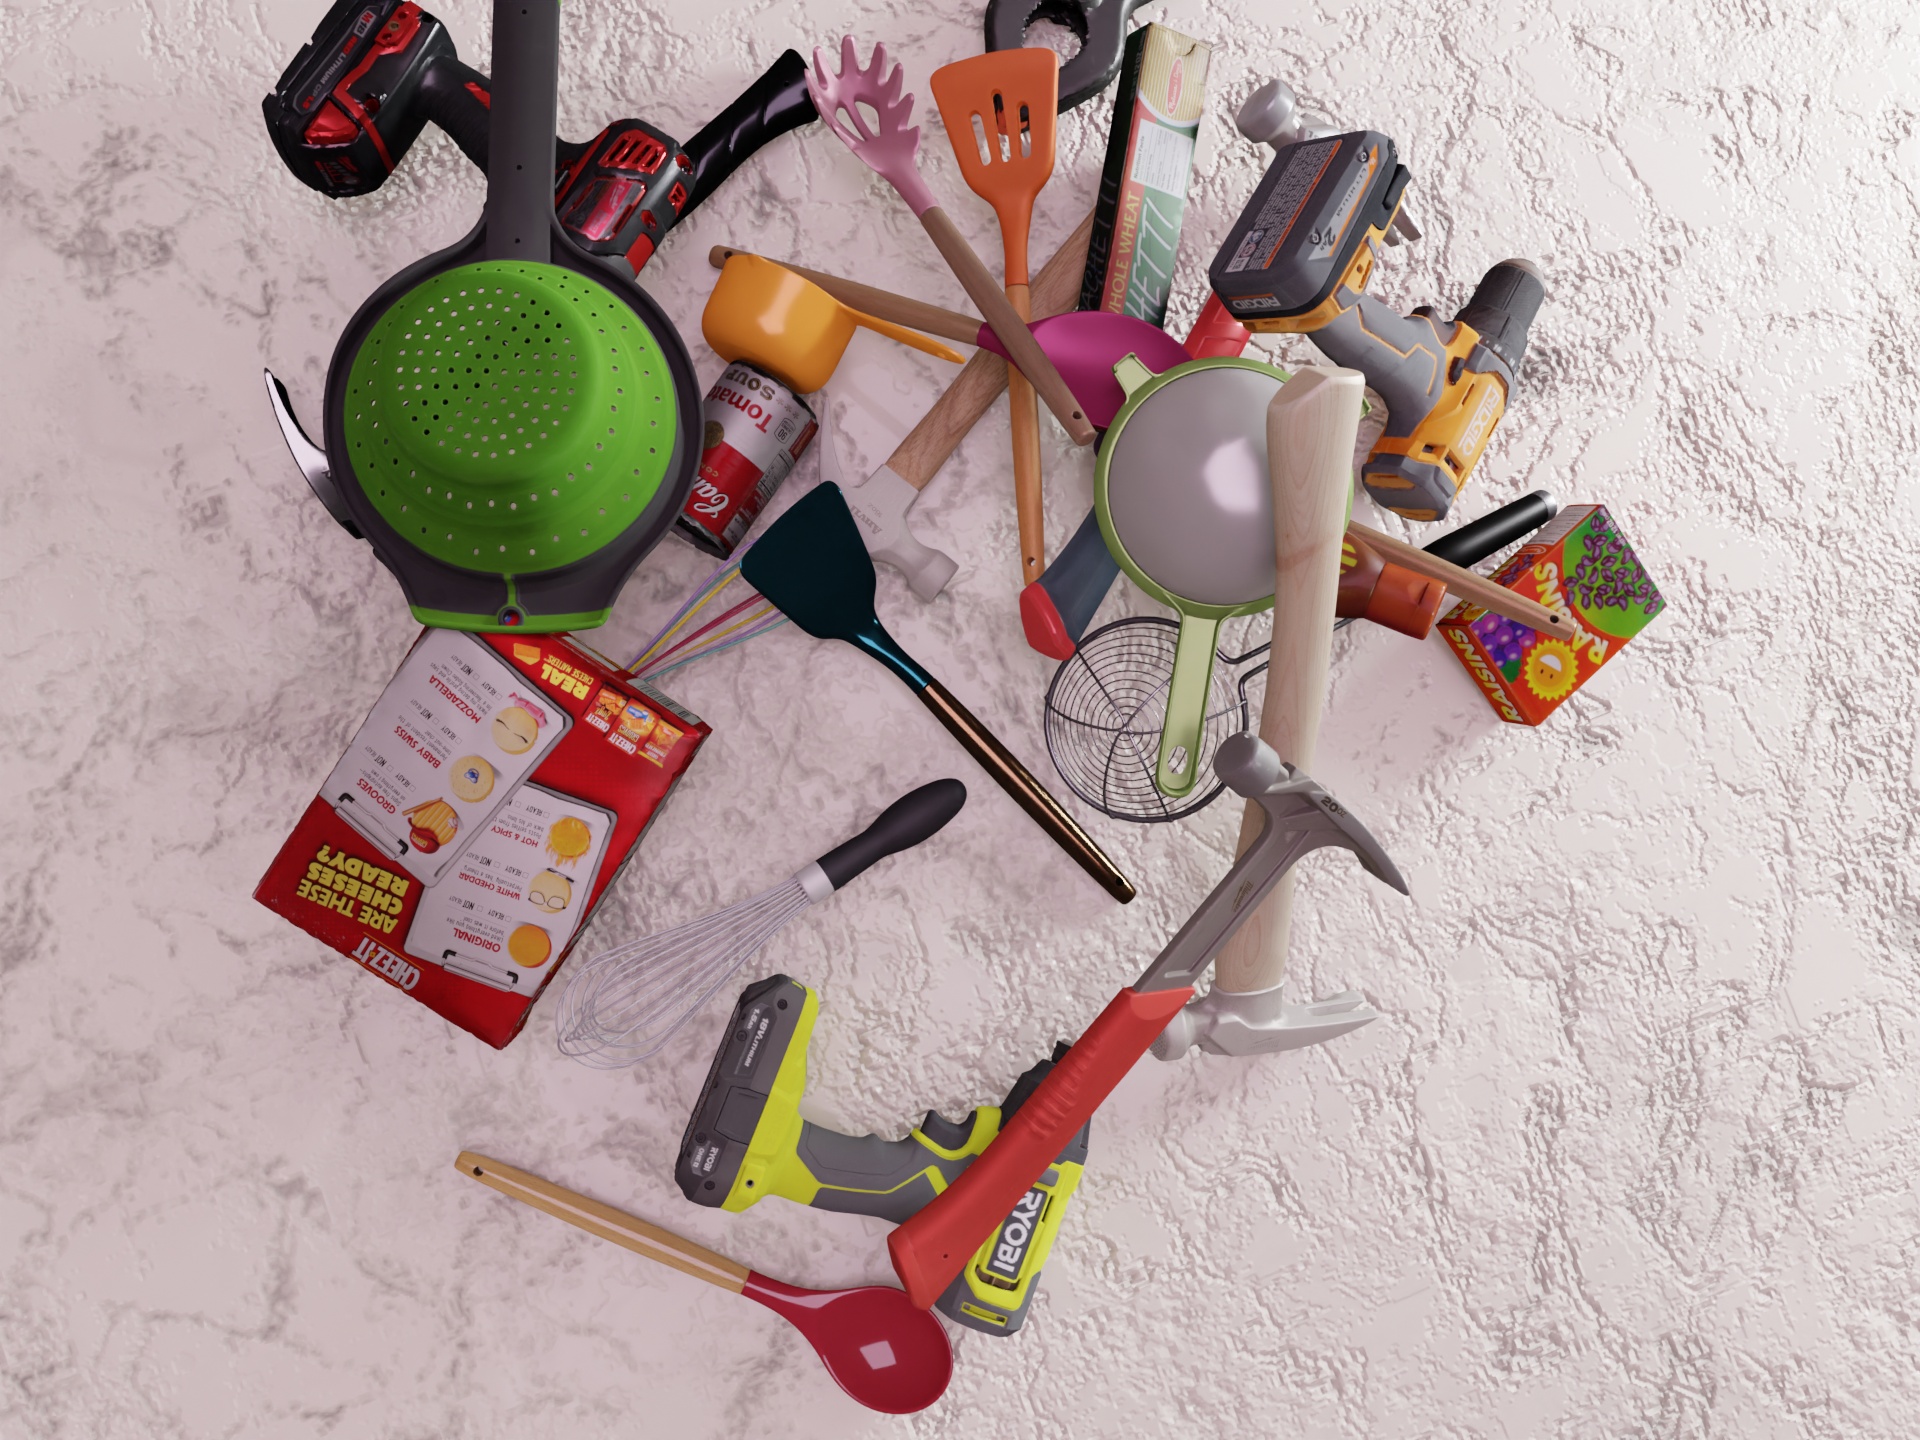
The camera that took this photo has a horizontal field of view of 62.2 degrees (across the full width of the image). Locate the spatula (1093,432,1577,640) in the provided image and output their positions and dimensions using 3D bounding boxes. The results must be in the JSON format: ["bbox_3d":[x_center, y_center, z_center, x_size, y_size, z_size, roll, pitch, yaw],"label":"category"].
[{"bbox_3d":[0.228,-0.119,0.988,0.316,0.018,0.060,26,80,13],"label":"spatula"}]

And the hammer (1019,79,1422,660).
[{"bbox_3d":[0.154,-0.199,0.981,0.143,0.038,0.386,34,77,-23],"label":"hammer"}]

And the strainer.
[{"bbox_3d":[0.144,-0.081,0.894,0.151,0.069,0.256,9,92,-2],"label":"strainer"}]

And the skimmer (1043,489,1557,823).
[{"bbox_3d":[0.223,-0.057,1.012,0.363,0.090,0.127,-27,85,-18],"label":"skimmer"}]

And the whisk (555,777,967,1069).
[{"bbox_3d":[-0.115,0.114,0.948,0.284,0.070,0.070,-33,89,-13],"label":"whisk"}]

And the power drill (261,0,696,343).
[{"bbox_3d":[-0.281,-0.320,0.933,0.219,0.078,0.143,29,79,1],"label":"power drill"}]

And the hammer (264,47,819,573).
[{"bbox_3d":[-0.242,-0.274,0.981,0.149,0.036,0.409,45,81,1],"label":"hammer"}]

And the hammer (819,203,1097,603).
[{"bbox_3d":[0.031,-0.240,1.008,0.130,0.031,0.331,38,81,-2],"label":"hammer"}]

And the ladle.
[{"bbox_3d":[-0.151,0.321,0.935,0.315,0.031,0.069,24,84,-1],"label":"ladle"}]

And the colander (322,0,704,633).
[{"bbox_3d":[-0.240,-0.249,0.843,0.204,0.094,0.397,0,83,-6],"label":"colander"}]

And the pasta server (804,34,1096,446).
[{"bbox_3d":[-0.005,-0.288,0.948,0.060,0.040,0.316,-26,68,-13],"label":"pasta server"}]

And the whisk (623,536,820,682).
[{"bbox_3d":[-0.184,-0.032,0.962,0.245,0.047,0.051,-36,91,-4],"label":"whisk"}]

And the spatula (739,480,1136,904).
[{"bbox_3d":[-0.002,-0.003,0.966,0.317,0.044,0.082,46,70,-5],"label":"spatula"}]

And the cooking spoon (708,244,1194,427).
[{"bbox_3d":[-0.011,-0.241,0.964,0.319,0.017,0.069,20,86,14],"label":"cooking spoon"}]

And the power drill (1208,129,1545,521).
[{"bbox_3d":[0.271,-0.258,0.974,0.226,0.084,0.185,39,76,-34],"label":"power drill"}]

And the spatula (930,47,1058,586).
[{"bbox_3d":[0.033,-0.243,0.972,0.081,0.041,0.322,-4,86,15],"label":"spatula"}]

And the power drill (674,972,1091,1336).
[{"bbox_3d":[-0.039,0.240,0.932,0.223,0.080,0.171,22,83,-7],"label":"power drill"}]

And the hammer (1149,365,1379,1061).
[{"bbox_3d":[0.192,0.009,0.898,0.146,0.038,0.410,-4,114,-16],"label":"hammer"}]

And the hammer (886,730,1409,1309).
[{"bbox_3d":[0.092,0.182,0.882,0.149,0.037,0.359,40,90,-28],"label":"hammer"}]

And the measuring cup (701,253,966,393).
[{"bbox_3d":[-0.078,-0.220,0.945,0.174,0.095,0.052,25,85,25],"label":"measuring cup"}]
